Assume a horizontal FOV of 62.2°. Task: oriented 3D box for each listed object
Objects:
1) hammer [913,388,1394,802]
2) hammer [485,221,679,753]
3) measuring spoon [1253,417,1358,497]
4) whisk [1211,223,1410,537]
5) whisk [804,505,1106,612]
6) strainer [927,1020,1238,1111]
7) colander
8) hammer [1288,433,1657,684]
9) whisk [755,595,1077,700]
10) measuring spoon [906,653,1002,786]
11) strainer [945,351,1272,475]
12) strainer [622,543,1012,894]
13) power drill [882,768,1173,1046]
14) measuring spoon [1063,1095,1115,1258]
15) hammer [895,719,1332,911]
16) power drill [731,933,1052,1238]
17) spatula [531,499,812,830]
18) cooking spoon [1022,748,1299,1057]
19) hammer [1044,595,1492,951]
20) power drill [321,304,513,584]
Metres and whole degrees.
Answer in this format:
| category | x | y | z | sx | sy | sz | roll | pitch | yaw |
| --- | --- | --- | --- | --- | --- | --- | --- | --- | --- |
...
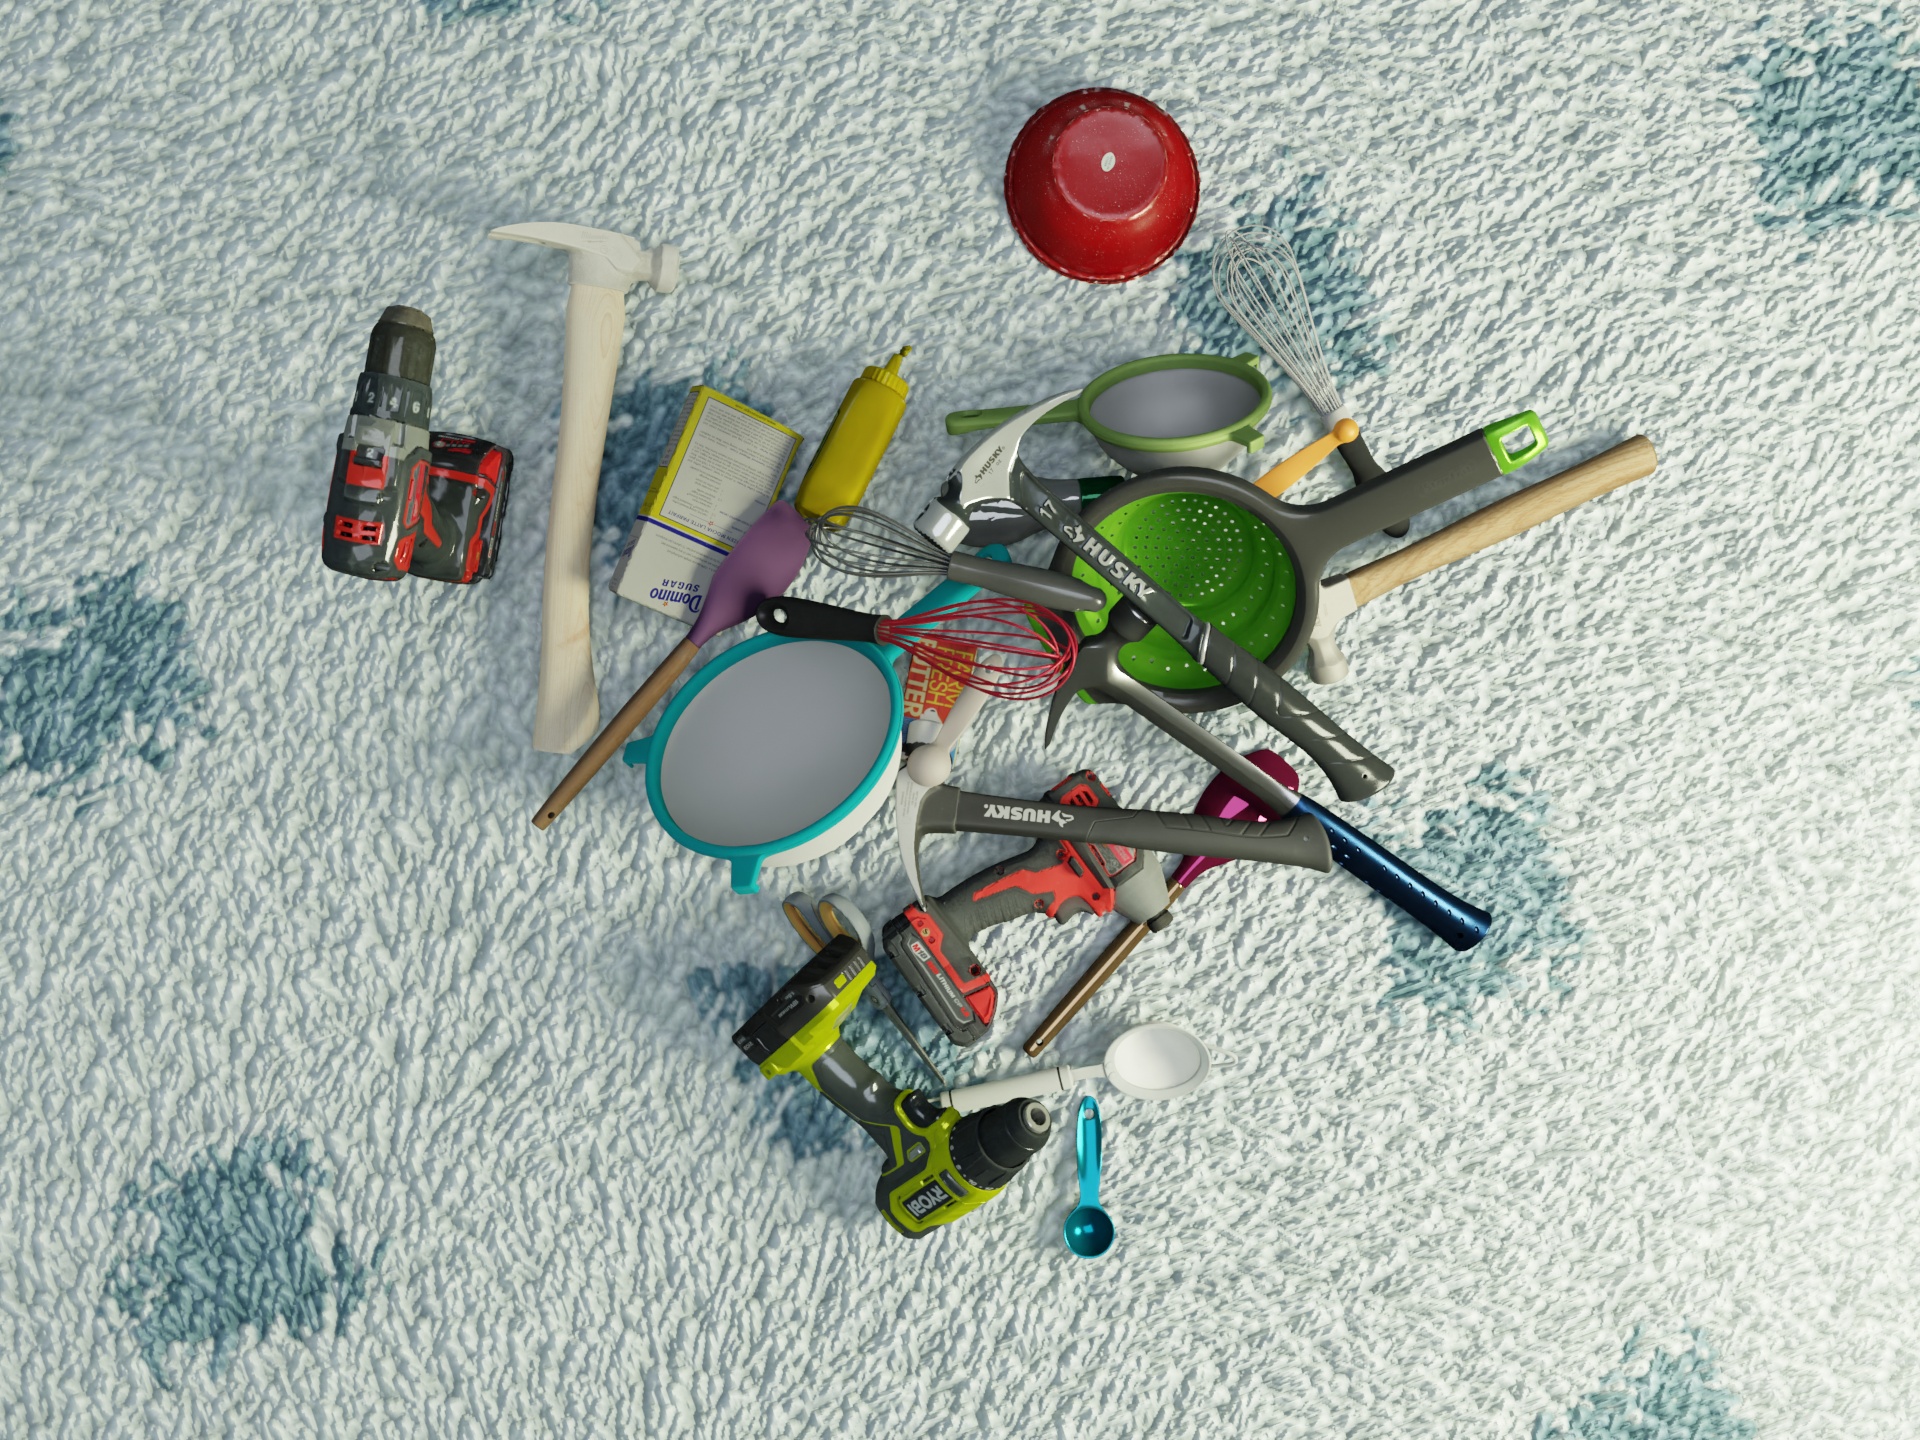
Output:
| category | x | y | z | sx | sy | sz | roll | pitch | yaw |
| --- | --- | --- | --- | --- | --- | --- | --- | --- | --- |
| hammer | 0.166 | -0.073 | 1.163 | 0.408 | 0.036 | 0.149 | 38 | 91 | -15 |
| hammer | -0.313 | -0.180 | 1.252 | 0.146 | 0.038 | 0.410 | 5 | 93 | -23 |
| measuring spoon | 0.270 | -0.203 | 1.279 | 0.117 | 0.011 | 0.021 | -36 | 99 | 23 |
| whisk | 0.287 | -0.270 | 1.281 | 0.070 | 0.070 | 0.284 | -32 | 96 | -2 |
| whisk | -0.005 | -0.119 | 1.203 | 0.239 | 0.055 | 0.055 | 14 | 90 | 7 |
| strainer | 0.092 | 0.284 | 1.284 | 0.258 | 0.050 | 0.086 | -13 | 122 | 4 |
| colander | 0.242 | -0.145 | 1.206 | 0.397 | 0.095 | 0.204 | -24 | 114 | 24 |
| hammer | 0.413 | -0.153 | 1.285 | 0.331 | 0.031 | 0.130 | -25 | 114 | -6 |
| whisk | -0.041 | -0.063 | 1.166 | 0.296 | 0.073 | 0.073 | 10 | 90 | 36 |
| measuring spoon | -0.002 | -0.004 | 1.231 | 0.034 | 0.018 | 0.124 | 27 | 72 | 15 |
| strainer | 0.118 | -0.224 | 1.261 | 0.256 | 0.152 | 0.069 | -3 | 128 | 10 |
| strainer | -0.081 | -0.005 | 1.241 | 0.340 | 0.095 | 0.211 | -40 | 50 | -11 |
| power drill | 0.057 | 0.155 | 1.264 | 0.219 | 0.078 | 0.143 | -37 | 87 | -5 |
| measuring spoon | 0.104 | 0.372 | 1.300 | 0.042 | 0.021 | 0.129 | 1 | 81 | -1 |
| hammer | 0.114 | 0.086 | 1.214 | 0.335 | 0.035 | 0.146 | 6 | 70 | 7 |
| power drill | -0.050 | 0.280 | 1.220 | 0.228 | 0.080 | 0.190 | 46 | 131 | 2 |
| spatula | -0.223 | -0.039 | 1.235 | 0.316 | 0.018 | 0.059 | -50 | 126 | -7 |
| cooking spoon | 0.161 | 0.152 | 1.296 | 0.069 | 0.017 | 0.319 | 42 | 88 | -2 |
| hammer | 0.248 | 0.064 | 1.256 | 0.405 | 0.035 | 0.144 | 35 | 122 | -10 |
| power drill | -0.397 | -0.191 | 1.170 | 0.080 | 0.227 | 0.188 | 10 | 90 | -2 |
